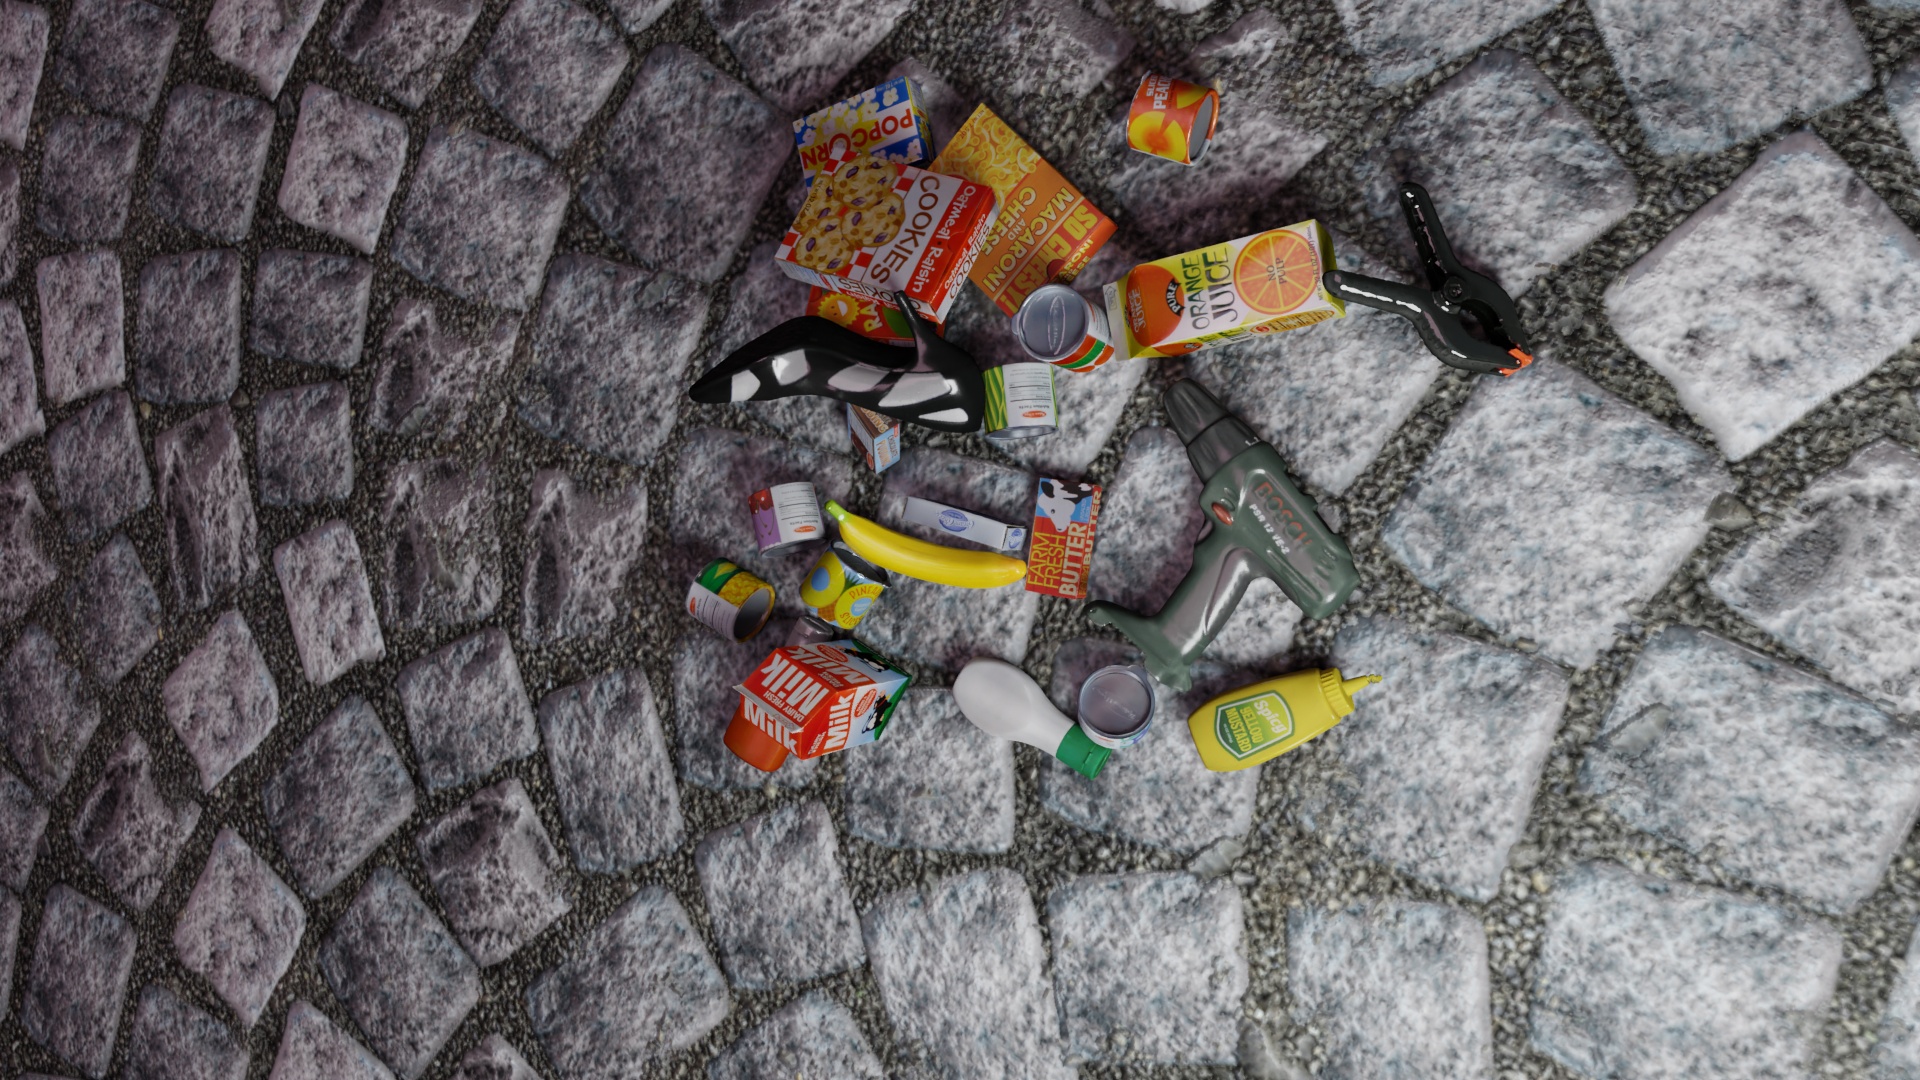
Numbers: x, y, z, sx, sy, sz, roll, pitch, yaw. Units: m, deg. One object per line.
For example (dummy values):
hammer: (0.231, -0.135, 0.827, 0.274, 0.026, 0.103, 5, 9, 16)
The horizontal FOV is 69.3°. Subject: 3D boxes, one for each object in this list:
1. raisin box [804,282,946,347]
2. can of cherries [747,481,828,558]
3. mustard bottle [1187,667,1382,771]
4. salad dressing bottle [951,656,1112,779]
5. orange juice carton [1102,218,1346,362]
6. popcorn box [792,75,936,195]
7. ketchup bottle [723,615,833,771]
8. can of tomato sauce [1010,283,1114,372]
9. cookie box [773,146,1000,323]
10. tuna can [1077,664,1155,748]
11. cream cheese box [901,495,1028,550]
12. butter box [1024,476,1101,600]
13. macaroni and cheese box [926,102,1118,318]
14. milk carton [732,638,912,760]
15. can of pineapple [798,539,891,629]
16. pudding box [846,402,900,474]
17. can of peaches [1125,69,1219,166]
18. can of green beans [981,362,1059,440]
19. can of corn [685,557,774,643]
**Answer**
raisin box: (-0.076, -0.212, 1.272, 0.123, 0.040, 0.086, 5, 67, 8)
can of cherries: (-0.166, -0.019, 1.325, 0.071, 0.071, 0.058, -18, 81, 22)
mustard bottle: (0.268, 0.138, 1.137, 0.160, 0.049, 0.065, -26, 80, 21)
salad dressing bottle: (0.064, 0.158, 1.230, 0.148, 0.044, 0.064, 31, 95, 20)
orange juice carton: (0.214, -0.203, 1.159, 0.192, 0.073, 0.072, -11, 85, 24)
popcorn box: (-0.090, -0.375, 1.317, 0.126, 0.038, 0.085, -15, 83, 23)
ketchup bottle: (-0.170, 0.144, 1.332, 0.065, 0.043, 0.148, 31, 100, 20)
can of tomato sauce: (0.092, -0.182, 1.206, 0.071, 0.083, 0.071, -1, 88, 24)
cookie box: (-0.065, -0.274, 1.237, 0.167, 0.040, 0.123, 21, 76, 24)
tuna can: (0.134, 0.141, 1.191, 0.071, 0.032, 0.071, -1, 65, 2)
cream cheese box: (0.004, -0.016, 1.255, 0.104, 0.053, 0.024, 17, 96, 23)
butter box: (0.091, -0.002, 1.233, 0.053, 0.024, 0.103, 9, 91, 24)
macaroni and cheese box: (0.040, -0.293, 1.256, 0.167, 0.040, 0.123, 47, 107, 18)
milk carton: (-0.125, 0.140, 1.232, 0.072, 0.191, 0.073, 32, 102, 21)
can of pineapple: (-0.108, 0.042, 1.295, 0.071, 0.071, 0.057, 41, 105, 19)
pudding box: (-0.080, -0.102, 1.279, 0.030, 0.083, 0.050, -32, 74, -14)
can of peaches: (0.181, -0.359, 1.181, 0.058, 0.071, 0.071, 23, 98, 22)
can of green beans: (0.052, -0.123, 1.231, 0.071, 0.071, 0.058, -7, 85, 23)
can of corn: (-0.221, 0.057, 1.347, 0.058, 0.071, 0.071, 29, 100, 21)
